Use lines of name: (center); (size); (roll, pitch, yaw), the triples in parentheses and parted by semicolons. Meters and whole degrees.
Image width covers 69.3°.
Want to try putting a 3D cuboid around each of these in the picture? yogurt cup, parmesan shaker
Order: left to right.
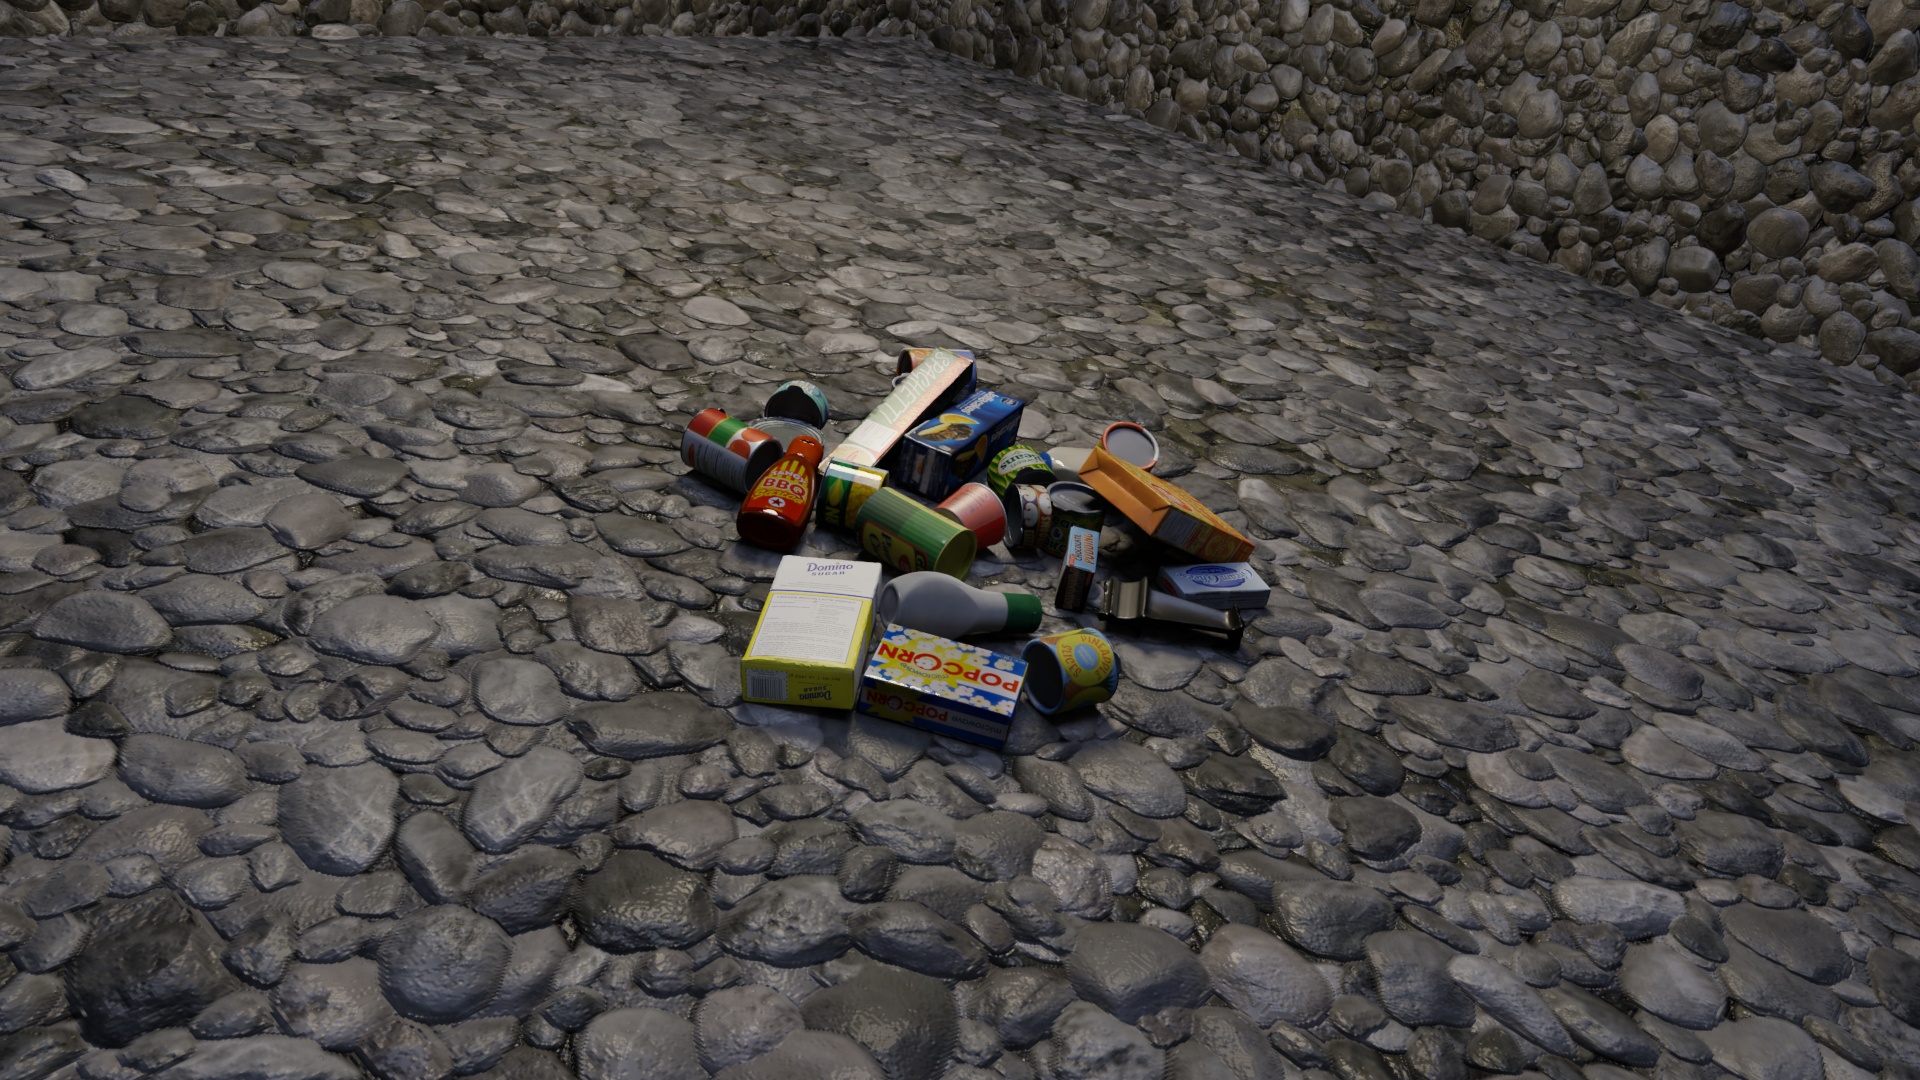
parmesan shaker: (-0.044, 0.000, 1.333); (0.103, 0.071, 0.071); (28, 32, 28)
yogurt cup: (0.005, -0.017, 1.383); (0.072, 0.072, 0.054); (31, 42, 31)

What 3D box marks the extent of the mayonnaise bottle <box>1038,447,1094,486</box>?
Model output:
mayonnaise bottle: (0.131, -0.079, 1.565); (0.148, 0.041, 0.065); (1, 35, -17)

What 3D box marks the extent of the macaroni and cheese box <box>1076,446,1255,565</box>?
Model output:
macaroni and cheese box: (0.214, -0.030, 1.438); (0.166, 0.040, 0.124); (21, 17, -46)

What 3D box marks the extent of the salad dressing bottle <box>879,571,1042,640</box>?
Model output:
salad dressing bottle: (0.002, 0.062, 1.245); (0.148, 0.064, 0.044); (6, 8, -28)

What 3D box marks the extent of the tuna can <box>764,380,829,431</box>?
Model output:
tuna can: (-0.180, -0.143, 1.531); (0.071, 0.070, 0.033); (14, 27, 4)

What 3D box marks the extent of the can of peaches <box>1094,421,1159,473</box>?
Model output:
can of peaches: (0.175, -0.087, 1.517); (0.071, 0.057, 0.071); (9, 56, -13)

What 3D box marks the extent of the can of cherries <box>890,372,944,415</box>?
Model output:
can of cherries: (-0.051, -0.154, 1.613); (0.071, 0.058, 0.072); (8, 29, -5)

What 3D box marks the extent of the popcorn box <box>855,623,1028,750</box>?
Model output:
popcorn box: (-0.013, 0.120, 1.151); (0.127, 0.038, 0.085); (15, 30, 6)

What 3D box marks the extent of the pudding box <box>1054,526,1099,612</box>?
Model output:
pudding box: (0.114, 0.027, 1.357); (0.030, 0.049, 0.084); (14, 28, 1)

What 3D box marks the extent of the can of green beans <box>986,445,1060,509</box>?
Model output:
can of green beans: (0.067, -0.060, 1.479); (0.071, 0.071, 0.058); (0, 30, -21)

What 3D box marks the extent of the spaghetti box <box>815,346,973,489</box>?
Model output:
spaghetti box: (-0.068, -0.130, 1.513); (0.050, 0.028, 0.251); (24, 49, 19)

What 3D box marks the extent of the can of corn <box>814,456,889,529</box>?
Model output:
can of corn: (-0.108, -0.043, 1.385); (0.058, 0.070, 0.071); (14, 28, 4)

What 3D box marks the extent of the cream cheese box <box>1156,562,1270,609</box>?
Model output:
cream cheese box: (0.256, 0.047, 1.402); (0.104, 0.024, 0.053); (-2, 33, -23)

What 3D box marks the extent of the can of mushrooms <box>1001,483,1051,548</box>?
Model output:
can of mushrooms: (0.067, -0.023, 1.413); (0.033, 0.070, 0.071); (3, 30, -18)

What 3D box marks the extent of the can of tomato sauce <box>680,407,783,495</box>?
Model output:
can of tomato sauce: (-0.232, -0.091, 1.421); (0.083, 0.070, 0.071); (26, 31, 23)

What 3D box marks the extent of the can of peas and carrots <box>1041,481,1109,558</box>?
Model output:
can of peas and carrots: (0.113, -0.019, 1.431); (0.071, 0.058, 0.071); (9, 29, -5)

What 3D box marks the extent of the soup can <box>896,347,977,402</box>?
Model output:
soup can: (-0.029, -0.199, 1.697); (0.084, 0.071, 0.071); (-1, 31, -21)

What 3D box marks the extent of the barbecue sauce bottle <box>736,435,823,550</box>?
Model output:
barbecue sauce bottle: (-0.171, -0.051, 1.374); (0.065, 0.043, 0.149); (17, 37, 0)

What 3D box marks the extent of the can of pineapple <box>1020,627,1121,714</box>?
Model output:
can of pineapple: (0.093, 0.110, 1.178); (0.058, 0.070, 0.071); (-9, 35, -32)
